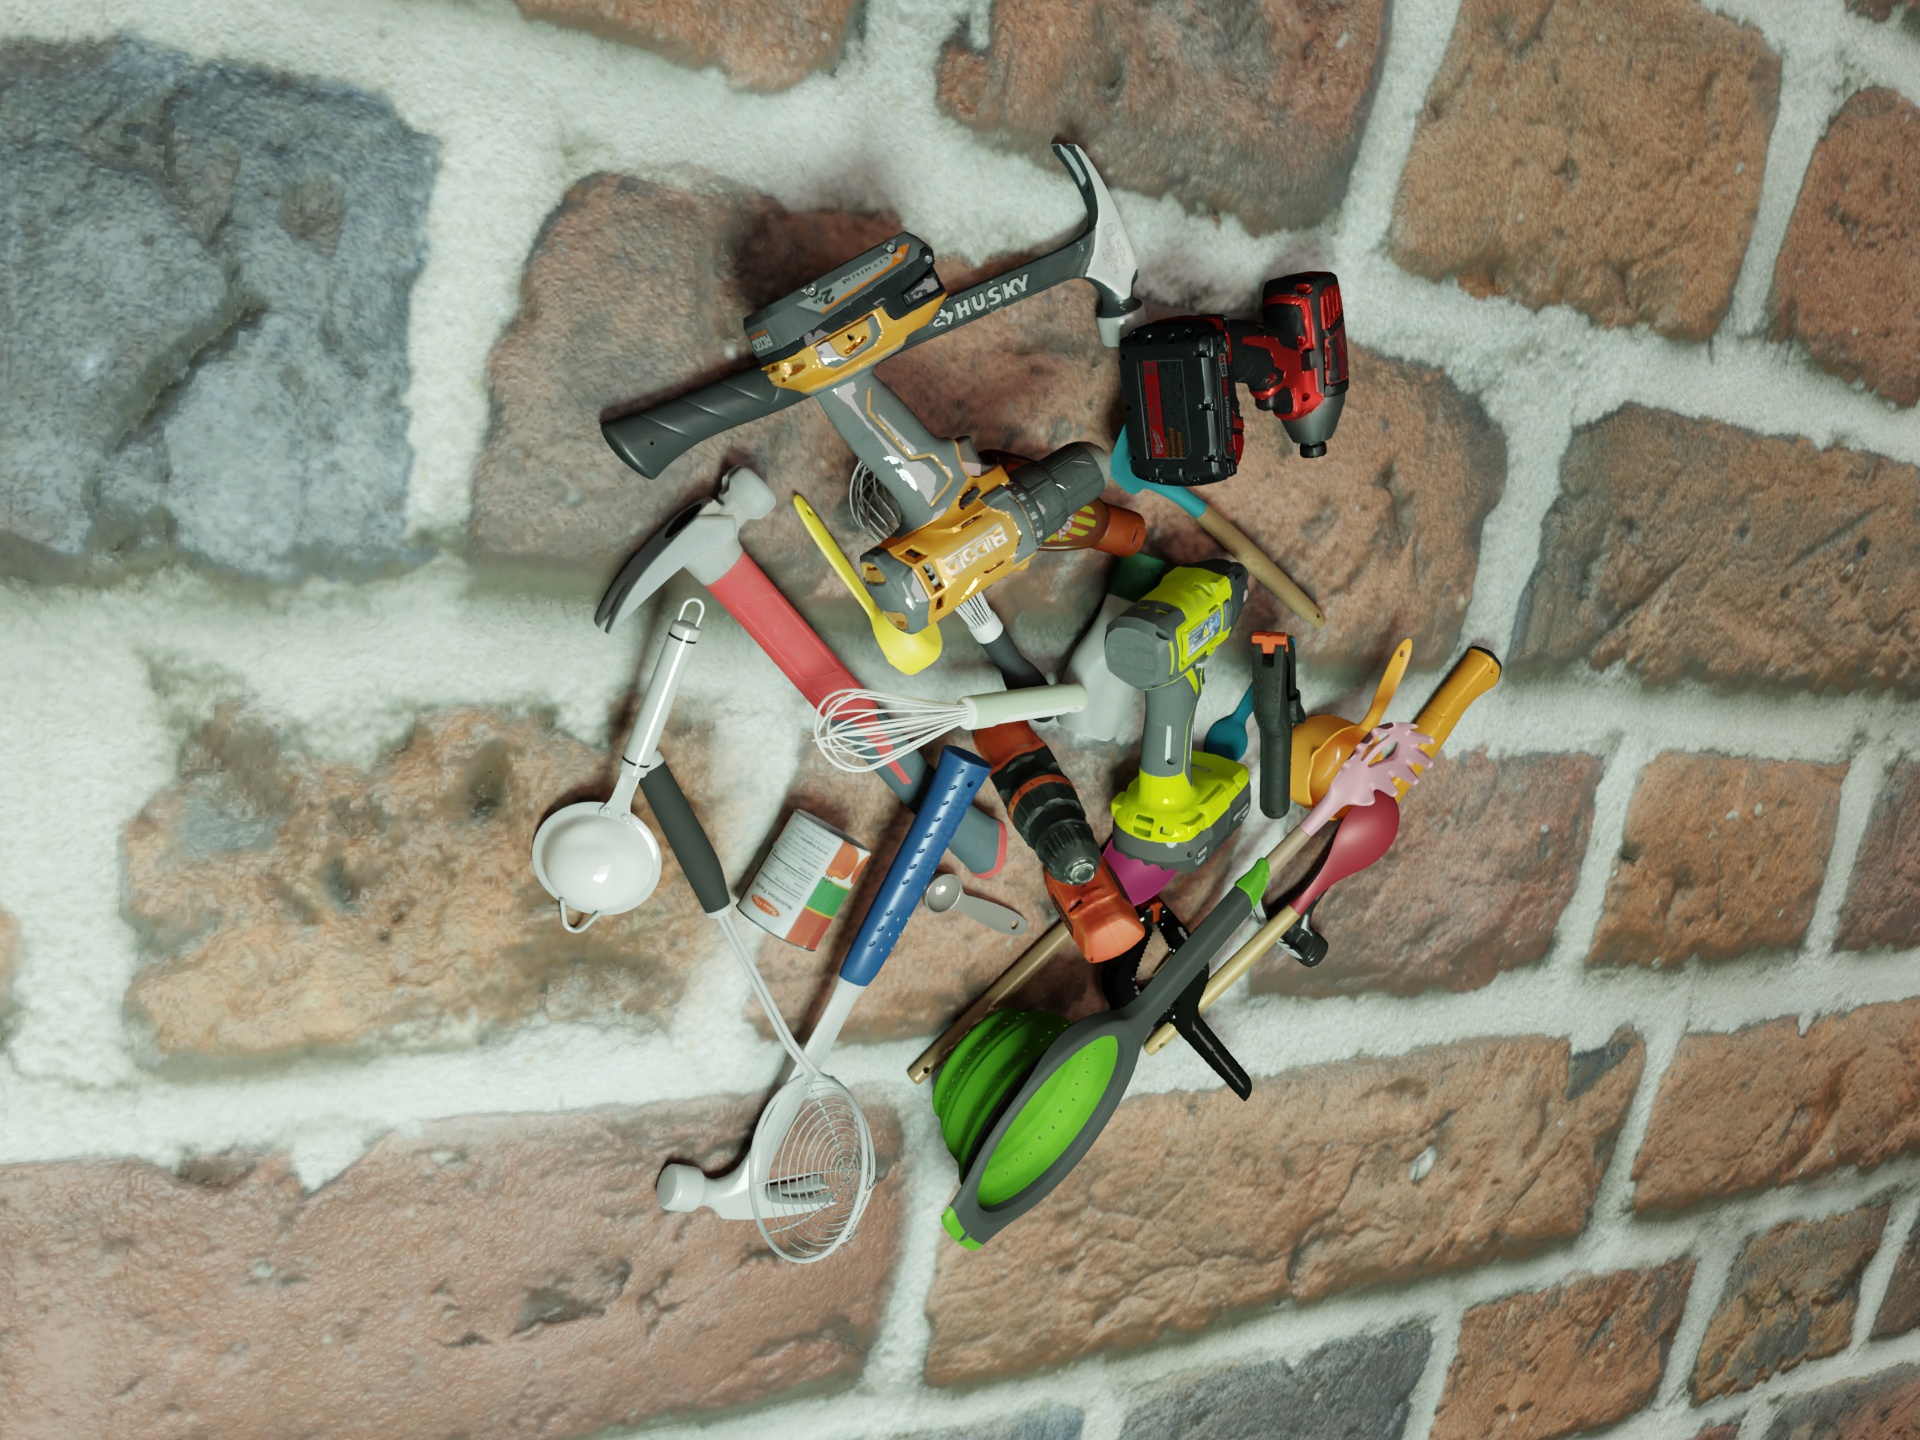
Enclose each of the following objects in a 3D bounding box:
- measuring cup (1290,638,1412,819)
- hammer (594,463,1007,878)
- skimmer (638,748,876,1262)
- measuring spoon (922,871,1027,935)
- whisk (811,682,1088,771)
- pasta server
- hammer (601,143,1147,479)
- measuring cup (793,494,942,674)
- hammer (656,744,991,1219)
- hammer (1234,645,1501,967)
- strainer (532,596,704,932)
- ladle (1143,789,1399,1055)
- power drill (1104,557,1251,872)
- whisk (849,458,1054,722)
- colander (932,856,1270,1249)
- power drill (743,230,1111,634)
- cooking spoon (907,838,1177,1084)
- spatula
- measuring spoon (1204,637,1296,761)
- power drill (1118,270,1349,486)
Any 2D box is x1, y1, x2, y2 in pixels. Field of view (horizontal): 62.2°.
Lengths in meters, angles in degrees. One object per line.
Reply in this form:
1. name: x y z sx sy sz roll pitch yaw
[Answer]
1. measuring cup: 0.341 0.001 1.404 0.095 0.052 0.173 26 91 -36
2. hammer: -0.090 0.003 1.140 0.143 0.038 0.385 -46 125 -9
3. skimmer: -0.159 0.197 1.096 0.090 0.127 0.363 -36 107 -44
4. measuring spoon: 0.011 0.149 1.275 0.124 0.018 0.034 30 90 -43
5. whisk: -0.002 -0.004 1.143 0.246 0.058 0.059 -8 80 -37
6. pasta server: 0.279 0.117 1.367 0.060 0.040 0.316 39 102 -19
7. hammer: -0.051 -0.261 1.071 0.409 0.036 0.149 -28 119 -21
8. measuring cup: -0.062 -0.100 1.112 0.029 0.062 0.156 -25 117 21
9. hammer: -0.081 0.204 1.194 0.144 0.035 0.405 20 103 -36
10. hammer: 0.386 0.065 1.466 0.337 0.034 0.127 -52 127 -6
11. strainer: -0.219 0.037 1.046 0.087 0.050 0.258 21 104 -9
12. ladle: 0.275 0.184 1.404 0.315 0.031 0.069 -46 127 7
13. power drill: 0.179 -0.009 1.251 0.171 0.080 0.223 -36 132 -45
14. whisk: 0.002 -0.090 1.157 0.070 0.070 0.284 -45 129 -11
15. colander: 0.100 0.243 1.300 0.397 0.095 0.204 -46 149 -14
16. power drill: -0.014 -0.194 1.024 0.185 0.084 0.226 -34 107 -17
17. cooking spoon: 0.075 0.186 1.322 0.319 0.017 0.068 -43 108 -12
18. spatula: 0.213 -0.153 1.270 0.317 0.044 0.082 34 75 -37
19. measuring spoon: 0.255 -0.015 1.360 0.042 0.021 0.128 36 87 -36
20. power drill: 0.218 -0.250 1.194 0.219 0.079 0.143 -27 116 -41
